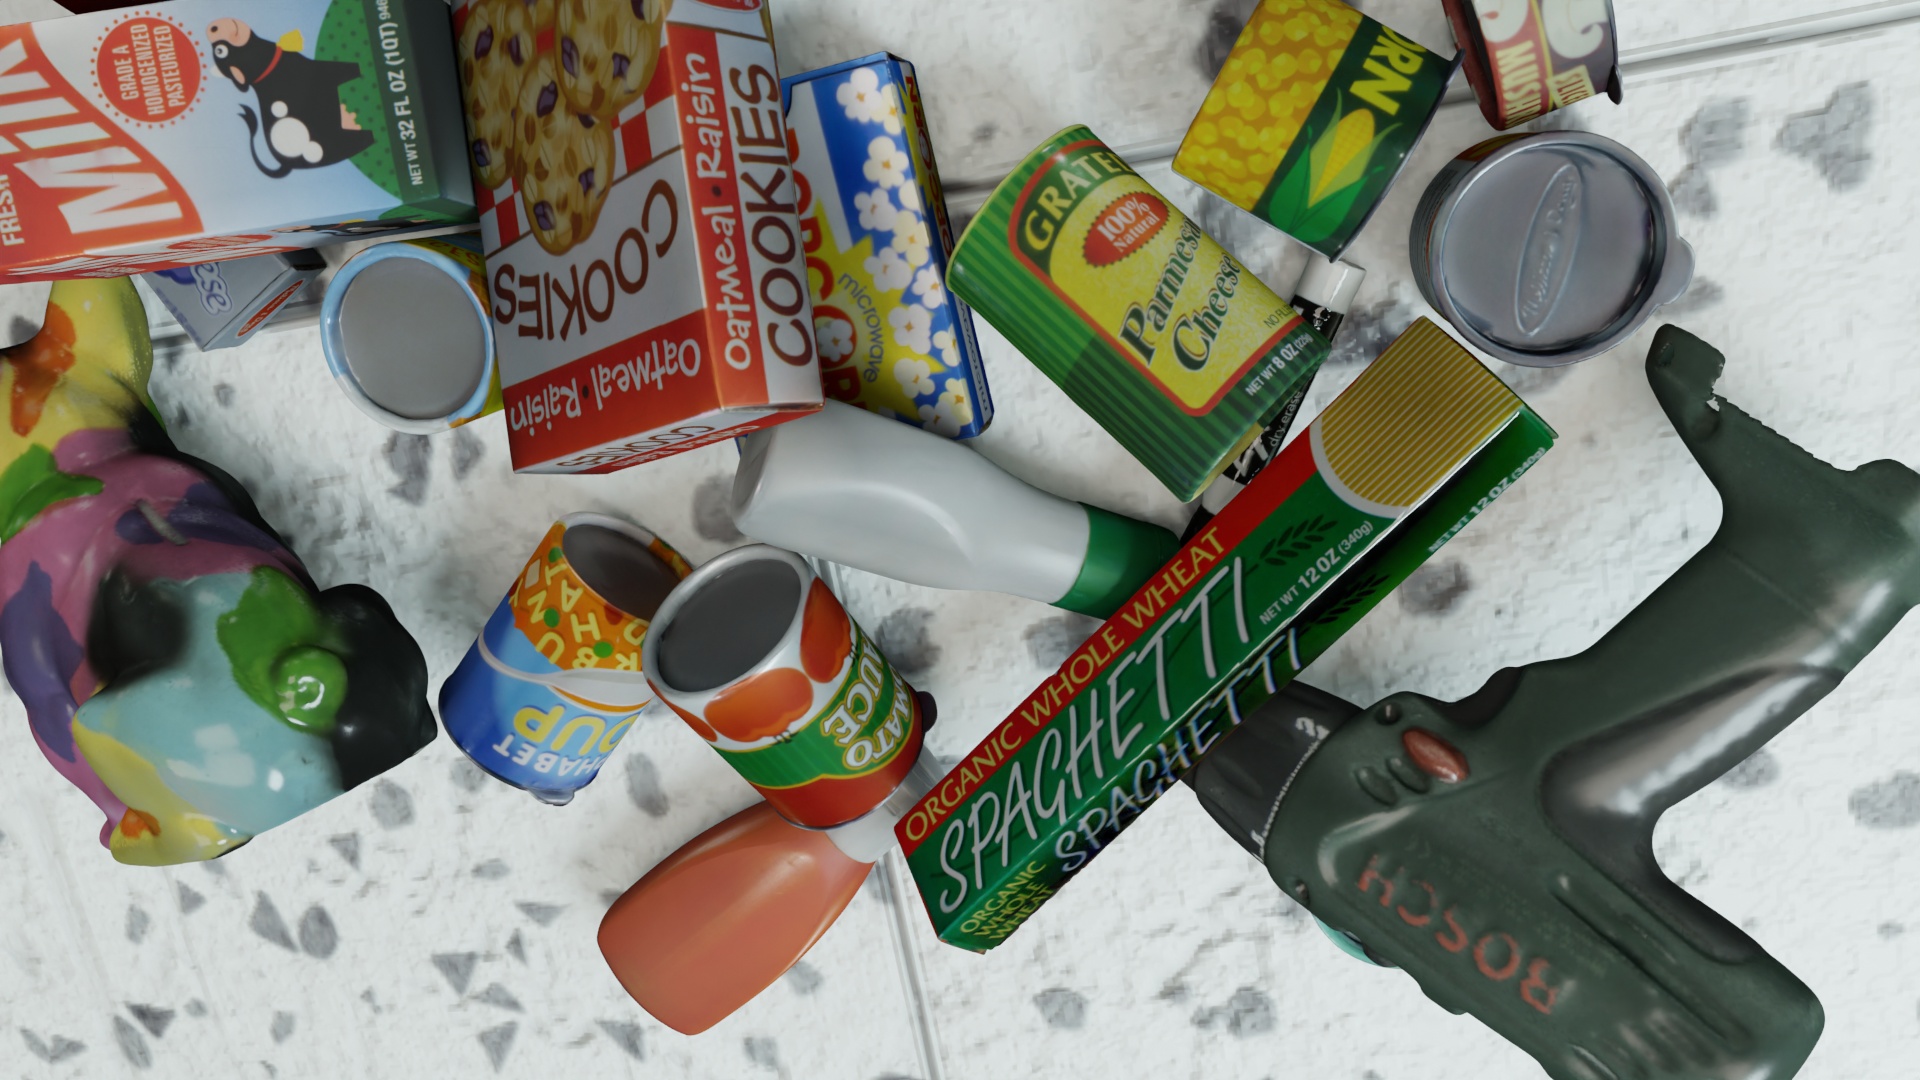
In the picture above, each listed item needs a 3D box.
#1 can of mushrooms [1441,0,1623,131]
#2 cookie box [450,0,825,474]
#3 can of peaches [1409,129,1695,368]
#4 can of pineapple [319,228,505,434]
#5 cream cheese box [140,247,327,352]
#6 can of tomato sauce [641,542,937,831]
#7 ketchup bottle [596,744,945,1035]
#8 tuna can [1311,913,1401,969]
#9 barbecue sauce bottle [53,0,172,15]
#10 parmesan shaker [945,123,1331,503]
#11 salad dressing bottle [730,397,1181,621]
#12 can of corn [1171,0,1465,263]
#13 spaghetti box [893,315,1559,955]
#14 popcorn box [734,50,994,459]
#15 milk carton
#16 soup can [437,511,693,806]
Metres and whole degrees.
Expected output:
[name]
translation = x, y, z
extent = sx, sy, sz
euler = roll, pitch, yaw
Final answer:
[can of mushrooms]
translation = 0.160, -0.151, 0.396
extent = 0.033, 0.071, 0.071
euler = -19, 102, 16
[cookie box]
translation = -0.102, -0.110, 0.423
extent = 0.122, 0.040, 0.167
euler = -9, 89, 46
[can of peaches]
translation = 0.174, -0.088, 0.417
extent = 0.071, 0.058, 0.071
euler = 3, 106, 10
[can of pineapple]
translation = -0.179, -0.076, 0.488
extent = 0.071, 0.058, 0.070
euler = 3, 106, 10
[cream cheese box]
translation = -0.290, -0.126, 0.513
extent = 0.053, 0.024, 0.103
euler = -35, 97, 17
[can of tomato sauce]
translation = -0.058, 0.050, 0.479
extent = 0.071, 0.071, 0.082
euler = -20, 133, 16
[ketchup bottle]
translation = -0.070, 0.128, 0.534
extent = 0.148, 0.044, 0.064
euler = -40, 96, 18
[tuna can]
translation = 0.154, 0.118, 0.493
extent = 0.071, 0.033, 0.071
euler = 3, 106, 10
[barbecue sauce bottle]
translation = -0.225, -0.194, 0.441
extent = 0.148, 0.065, 0.043
euler = 1, 95, 28
[parmesan shaker]
translation = 0.057, -0.071, 0.431
extent = 0.103, 0.071, 0.071
euler = 43, 110, 9
[salad dressing bottle]
translation = 0.002, -0.006, 0.455
extent = 0.148, 0.044, 0.064
euler = 17, 154, -21
[can of corn]
translation = 0.105, -0.128, 0.413
extent = 0.058, 0.071, 0.071
euler = 30, 109, 2
[spaghetti box]
translation = 0.074, 0.037, 0.441
extent = 0.249, 0.050, 0.028
euler = -46, 134, 16
[popcorn box]
translation = -0.045, -0.090, 0.469
extent = 0.085, 0.038, 0.126
euler = -10, 104, 15
[milk carton]
translation = -0.259, -0.130, 0.457
extent = 0.191, 0.073, 0.072
euler = -8, 98, 0
[soup can]
translation = -0.140, 0.043, 0.509
extent = 0.071, 0.071, 0.083
euler = 38, 109, -2
